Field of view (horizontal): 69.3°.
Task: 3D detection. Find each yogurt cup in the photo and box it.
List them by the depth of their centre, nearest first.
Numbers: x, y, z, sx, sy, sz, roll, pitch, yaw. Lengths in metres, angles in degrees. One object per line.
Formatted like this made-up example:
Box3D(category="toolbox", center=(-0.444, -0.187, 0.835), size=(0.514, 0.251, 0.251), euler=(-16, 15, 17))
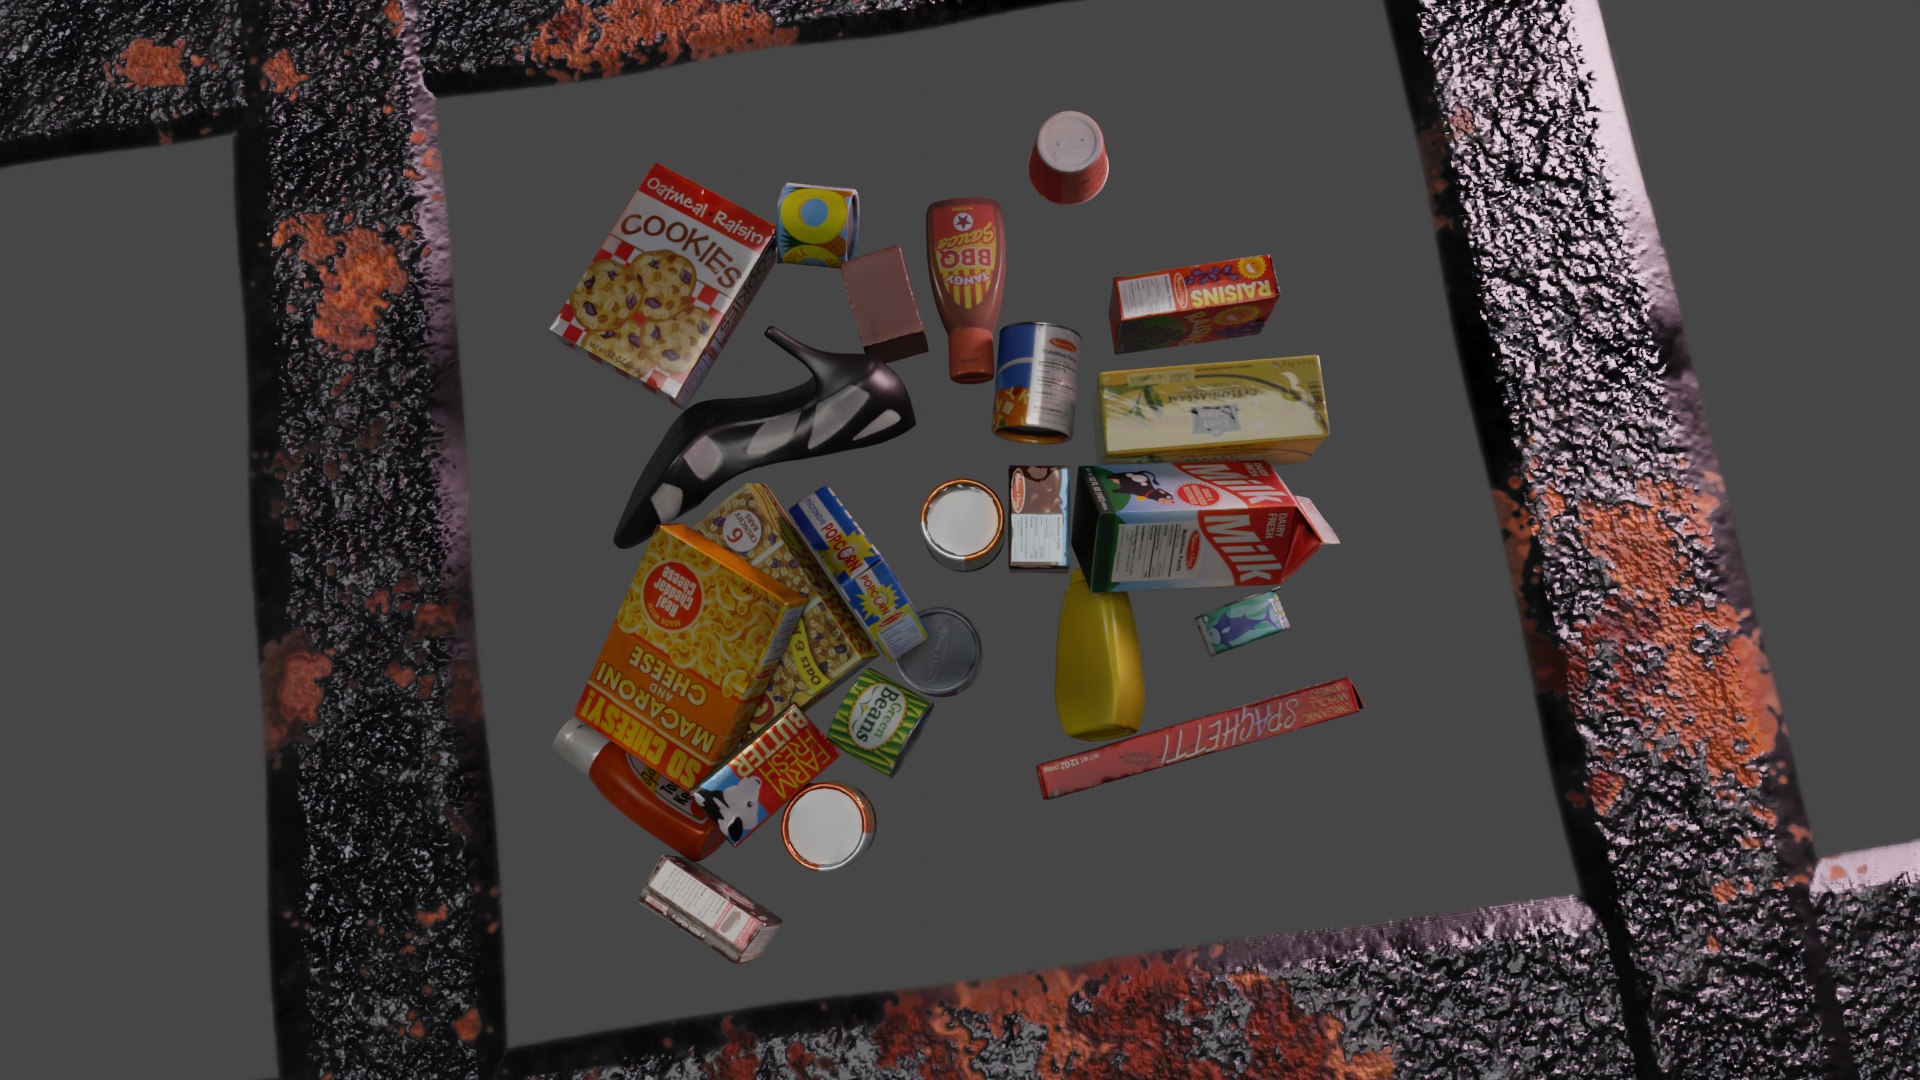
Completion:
Box3D(category="yogurt cup", center=(0.089, -0.318, 1.147), size=(0.072, 0.054, 0.072), euler=(0, 80, 3))

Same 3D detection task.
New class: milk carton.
Box3D(category="milk carton", center=(0.186, -0.012, 1.052), size=(0.191, 0.073, 0.073), euler=(-2, 122, -8))

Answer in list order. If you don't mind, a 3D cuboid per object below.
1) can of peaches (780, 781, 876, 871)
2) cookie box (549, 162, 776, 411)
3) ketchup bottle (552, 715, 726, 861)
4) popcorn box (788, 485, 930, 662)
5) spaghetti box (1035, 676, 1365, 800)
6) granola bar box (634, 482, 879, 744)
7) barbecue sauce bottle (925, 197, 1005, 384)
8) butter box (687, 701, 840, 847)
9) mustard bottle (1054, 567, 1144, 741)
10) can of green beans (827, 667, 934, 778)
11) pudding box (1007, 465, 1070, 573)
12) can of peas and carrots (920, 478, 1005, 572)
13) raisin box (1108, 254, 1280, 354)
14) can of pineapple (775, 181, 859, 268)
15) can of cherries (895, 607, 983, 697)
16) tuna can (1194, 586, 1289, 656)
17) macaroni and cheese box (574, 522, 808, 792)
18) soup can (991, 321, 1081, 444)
Box3D(category="can of peaches", center=(-0.101, 0.214, 1.053), size=(0.071, 0.058, 0.071), euler=(0, 80, 2))
Box3D(category="cookie box", center=(-0.240, -0.210, 1.147), size=(0.123, 0.040, 0.167), euler=(29, 82, 7))
Box3D(category="ketchup bottle", center=(-0.243, 0.187, 1.064), size=(0.149, 0.065, 0.043), euler=(29, 111, 14))
Box3D(category="popcorn box", center=(-0.077, 0.023, 1.044), size=(0.038, 0.085, 0.127), euler=(-33, 37, -6))
Box3D(category="spaghetti box", center=(0.179, 0.151, 1.058), size=(0.250, 0.050, 0.029), euler=(-16, 81, -1))
Box3D(category="granola bar box", center=(-0.159, 0.057, 1.075), size=(0.124, 0.039, 0.166), euler=(-38, 80, 16))
Box3D(category="barbecue sauce bottle", center=(0.006, -0.203, 1.134), size=(0.065, 0.043, 0.148), euler=(-3, 80, 2))
Box3D(category="butter box", center=(-0.144, 0.171, 1.023), size=(0.104, 0.024, 0.053), euler=(-40, 97, -13))
Box3D(category="mustard bottle", center=(0.106, 0.072, 1.070), size=(0.065, 0.049, 0.161), euler=(-15, 64, 36))
Box3D(category="can of green beans", center=(-0.061, 0.139, 1.061), size=(0.058, 0.071, 0.071), euler=(29, 82, 7))
Box3D(category="pudding box", center=(0.063, -0.017, 1.104), size=(0.050, 0.030, 0.084), euler=(0, 79, 3))
Box3D(category="can of peas and carrots", center=(0.004, -0.014, 1.091), size=(0.071, 0.058, 0.071), euler=(0, 80, 2))
Box3D(category="raisin box", center=(0.183, -0.186, 1.102), size=(0.123, 0.086, 0.040), euler=(-9, 78, 1))
Box3D(category="can of pineapple", center=(-0.117, -0.256, 1.138), size=(0.058, 0.071, 0.071), euler=(6, 80, 3))
Box3D(category="can of cherries", center=(-0.018, 0.086, 1.074), size=(0.071, 0.058, 0.071), euler=(0, 81, 3))
Box3D(category="tuna can", center=(0.218, 0.062, 1.064), size=(0.071, 0.071, 0.033), euler=(-20, 81, -1))
Box3D(category="macaroni and cheese box", center=(-0.204, 0.088, 1.049), size=(0.124, 0.040, 0.166), euler=(30, 101, 17))
Box3D(category="soup can", center=(0.059, -0.124, 1.108), size=(0.071, 0.071, 0.084), euler=(5, 81, 3))
